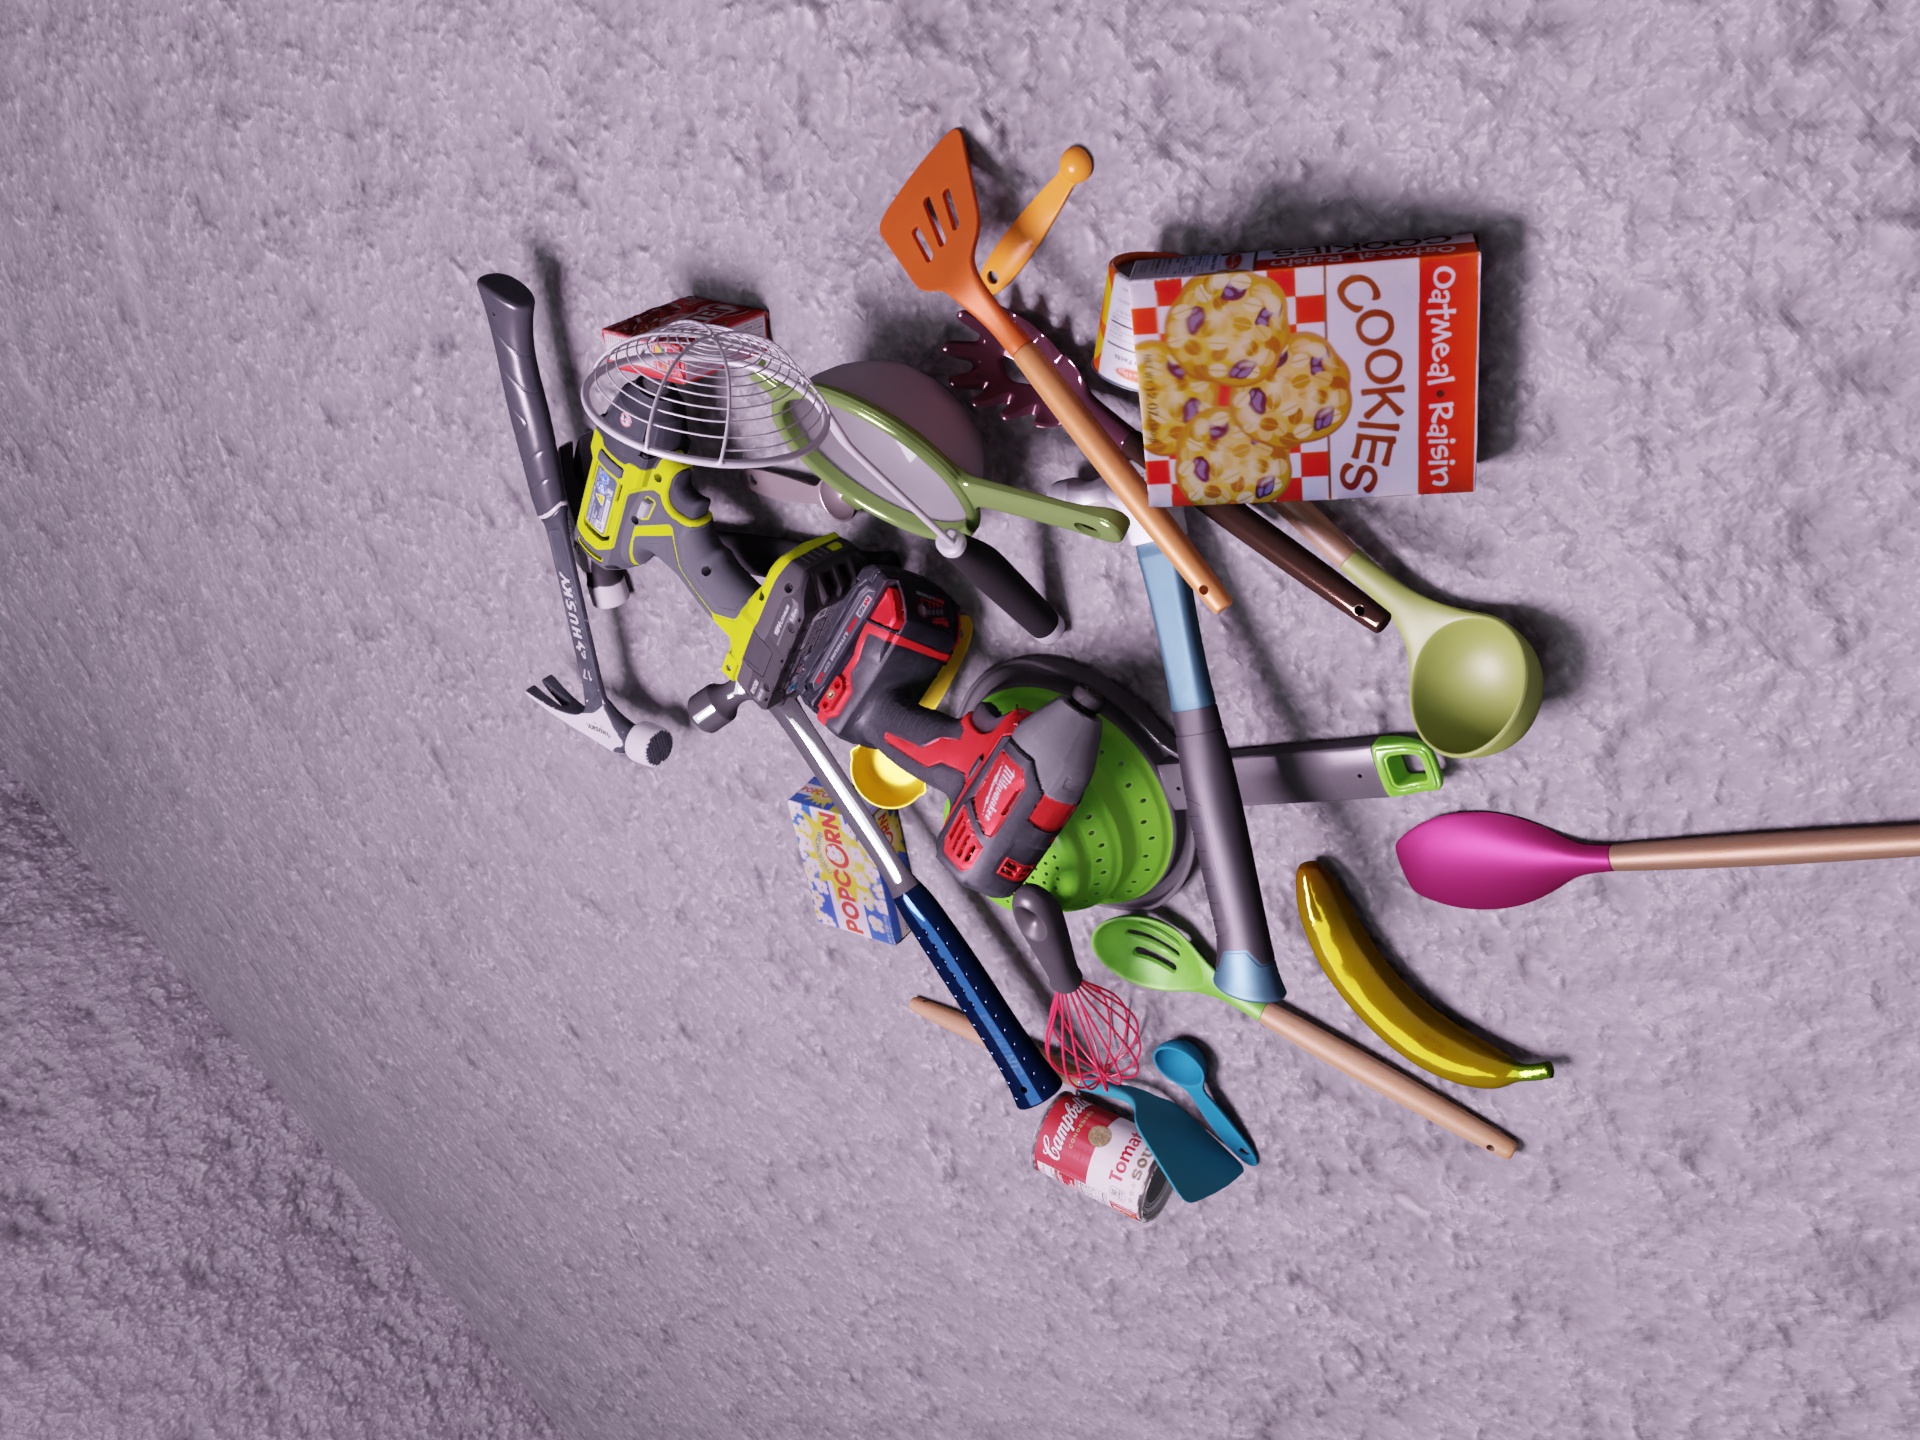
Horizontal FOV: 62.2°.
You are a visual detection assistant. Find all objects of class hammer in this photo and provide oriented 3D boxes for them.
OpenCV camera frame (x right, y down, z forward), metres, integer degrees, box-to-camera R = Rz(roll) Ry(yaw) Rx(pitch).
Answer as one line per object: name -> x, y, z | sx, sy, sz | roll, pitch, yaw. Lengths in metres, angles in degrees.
hammer -> -0.321, -0.151, 1.260 | 0.149, 0.036, 0.408 | 20, 131, 31
hammer -> -0.182, -0.134, 1.201 | 0.335, 0.035, 0.146 | 13, 127, 35
hammer -> 0.141, 0.006, 0.946 | 0.128, 0.033, 0.331 | -10, 93, 39
hammer -> -0.043, 0.118, 1.210 | 0.144, 0.035, 0.405 | -31, 95, 23

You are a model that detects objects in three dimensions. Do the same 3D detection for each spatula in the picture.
spatula -> 0.076, 0.289, 1.269 | 0.318, 0.082, 0.044 | 17, 107, 38
spatula -> 0.055, -0.192, 0.900 | 0.081, 0.041, 0.323 | -43, 78, 36

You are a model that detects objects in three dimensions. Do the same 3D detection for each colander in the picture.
colander -> 0.114, 0.059, 1.033 | 0.397, 0.094, 0.204 | -7, 114, 44

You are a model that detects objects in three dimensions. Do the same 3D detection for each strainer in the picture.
strainer -> 0.003, -0.166, 0.970 | 0.256, 0.069, 0.151 | 21, 163, 32

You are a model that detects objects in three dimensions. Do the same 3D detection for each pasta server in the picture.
pasta server -> 0.111, -0.143, 0.896 | 0.316, 0.040, 0.060 | 42, 121, 27

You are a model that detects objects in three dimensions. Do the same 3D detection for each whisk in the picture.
whisk -> 0.079, 0.190, 1.119 | 0.073, 0.073, 0.295 | 22, 155, 29

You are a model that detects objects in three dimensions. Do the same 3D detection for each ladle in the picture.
ladle -> 0.191, -0.105, 0.878 | 0.320, 0.062, 0.078 | 45, 125, 10

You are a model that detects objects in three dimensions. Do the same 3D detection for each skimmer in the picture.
skimmer -> -0.060, -0.113, 0.926 | 0.362, 0.090, 0.127 | 37, -169, -47

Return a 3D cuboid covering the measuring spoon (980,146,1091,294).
measuring spoon -> 0.039, -0.284, 0.914 | 0.021, 0.011, 0.117 | 49, 139, 2

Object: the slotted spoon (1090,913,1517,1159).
slotted spoon -> 0.232, 0.215, 1.096 | 0.314, 0.031, 0.070 | 27, 135, 22

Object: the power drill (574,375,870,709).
power drill -> -0.173, -0.130, 1.116 | 0.223, 0.080, 0.171 | 42, 135, 14

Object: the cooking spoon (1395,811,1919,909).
cooking spoon -> 0.381, 0.073, 0.866 | 0.319, 0.017, 0.068 | -10, 112, 45

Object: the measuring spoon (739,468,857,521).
measuring spoon -> -0.114, -0.168, 1.136 | 0.124, 0.018, 0.034 | 18, 130, 40

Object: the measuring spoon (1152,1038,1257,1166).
measuring spoon -> 0.190, 0.284, 1.194 | 0.042, 0.021, 0.128 | -17, 116, 47

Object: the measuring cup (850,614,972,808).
measuring cup -> -0.027, -0.009, 1.137 | 0.062, 0.029, 0.156 | 29, 107, 4

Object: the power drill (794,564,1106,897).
power drill -> -0.002, -0.003, 1.022 | 0.220, 0.078, 0.143 | 44, 108, 39
